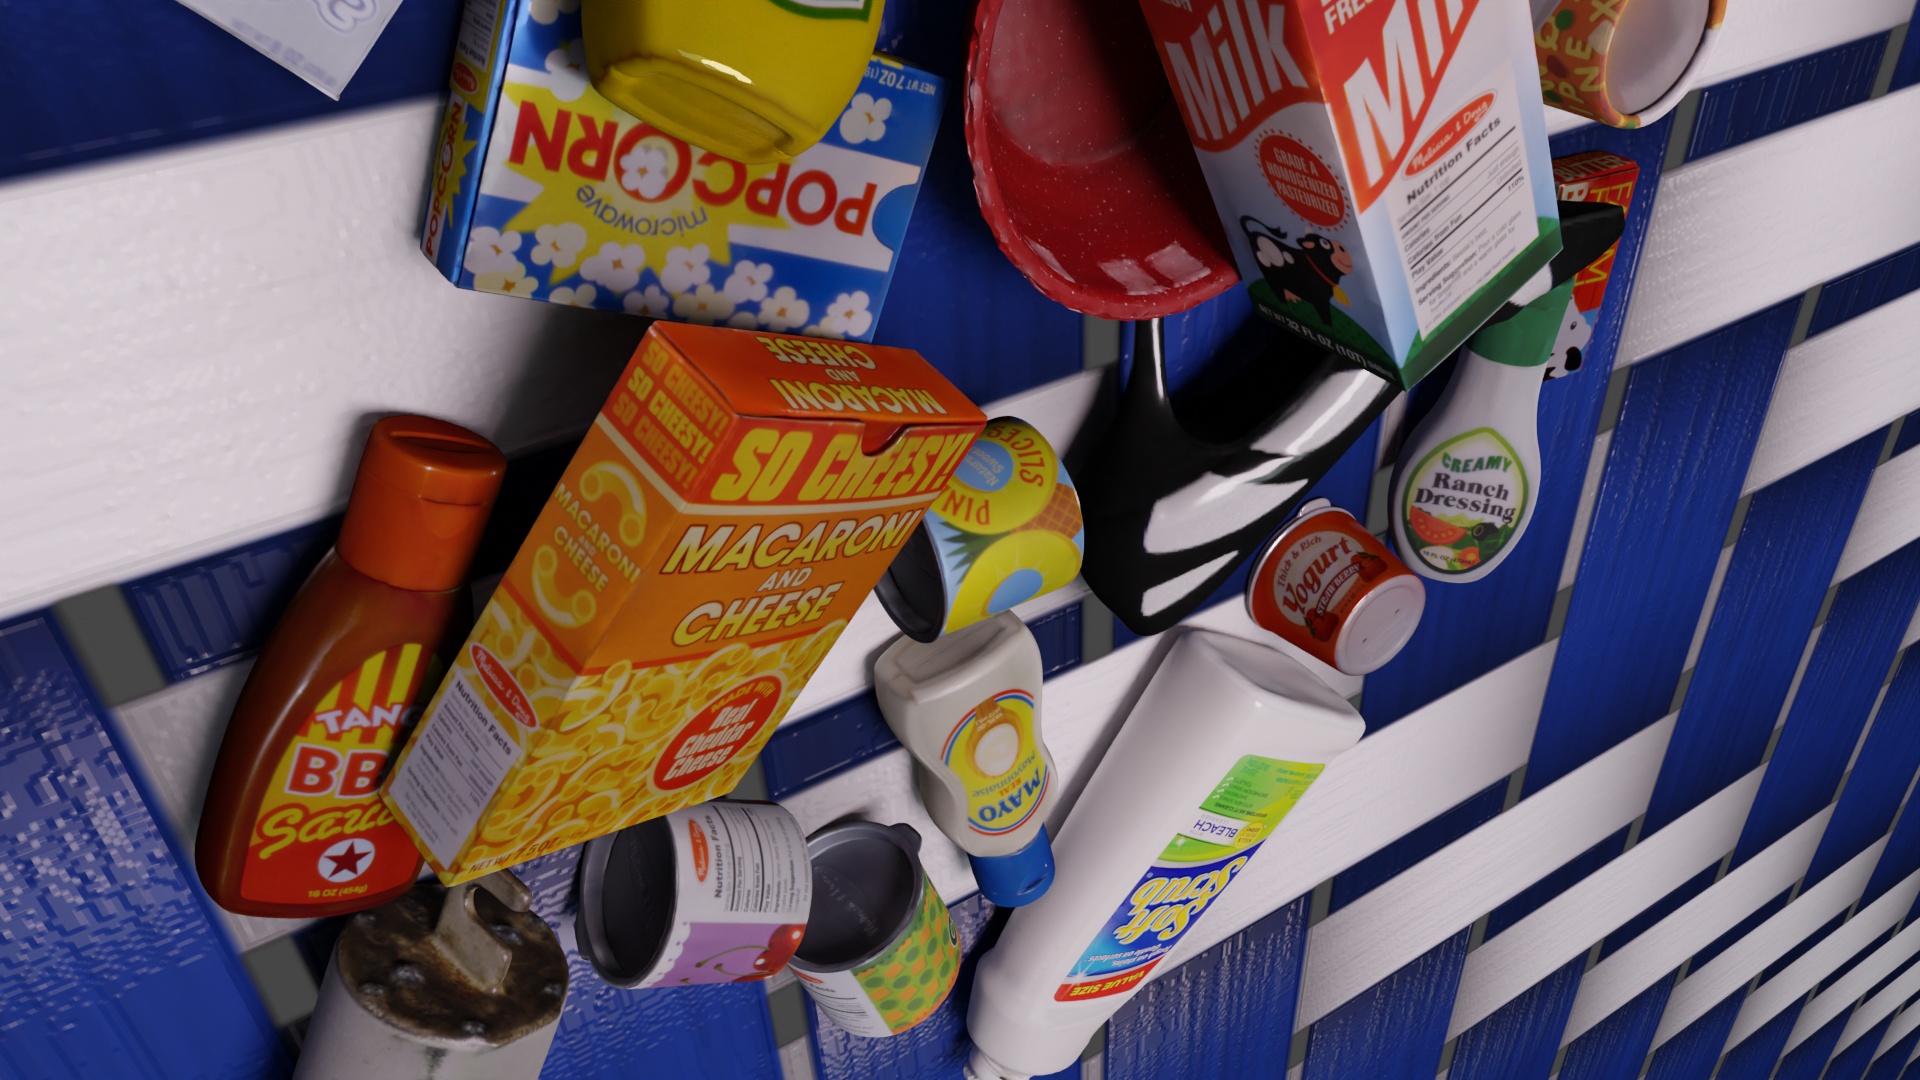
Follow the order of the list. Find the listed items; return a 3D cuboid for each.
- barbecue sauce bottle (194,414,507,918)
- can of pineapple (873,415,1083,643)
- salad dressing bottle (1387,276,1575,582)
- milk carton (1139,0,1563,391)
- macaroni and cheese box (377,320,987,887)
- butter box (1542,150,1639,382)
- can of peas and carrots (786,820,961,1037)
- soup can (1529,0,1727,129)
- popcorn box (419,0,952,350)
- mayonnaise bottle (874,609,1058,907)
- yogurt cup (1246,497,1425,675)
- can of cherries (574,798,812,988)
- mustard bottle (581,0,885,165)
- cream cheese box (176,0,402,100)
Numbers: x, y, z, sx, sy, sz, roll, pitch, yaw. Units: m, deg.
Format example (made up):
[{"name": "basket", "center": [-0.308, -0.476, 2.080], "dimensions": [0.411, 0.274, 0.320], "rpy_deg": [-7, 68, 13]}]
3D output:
[{"name": "barbecue sauce bottle", "center": [-0.171, 0.037, 0.401], "dimensions": [0.065, 0.044, 0.148], "rpy_deg": [7, 114, -45]}, {"name": "can of pineapple", "center": [0.002, -0.006, 0.481], "dimensions": [0.058, 0.071, 0.070], "rpy_deg": [-21, 129, -25]}, {"name": "salad dressing bottle", "center": [0.235, -0.053, 0.624], "dimensions": [0.044, 0.064, 0.146], "rpy_deg": [-61, 160, -56]}, {"name": "milk carton", "center": [0.106, -0.139, 0.388], "dimensions": [0.073, 0.072, 0.190], "rpy_deg": [-41, 136, -7]}, {"name": "macaroni and cheese box", "center": [-0.076, 0.018, 0.408], "dimensions": [0.166, 0.040, 0.124], "rpy_deg": [-54, 159, 21]}, {"name": "butter box", "center": [0.269, -0.121, 0.630], "dimensions": [0.053, 0.024, 0.103], "rpy_deg": [-16, 127, -26]}, {"name": "can of peas and carrots", "center": [-0.037, 0.155, 0.561], "dimensions": [0.071, 0.071, 0.058], "rpy_deg": [-34, 134, -13]}, {"name": "soup can", "center": [0.219, -0.194, 0.504], "dimensions": [0.071, 0.084, 0.071], "rpy_deg": [-18, 127, -25]}, {"name": "popcorn box", "center": [-0.074, -0.105, 0.382], "dimensions": [0.127, 0.038, 0.085], "rpy_deg": [3, 115, -37]}, {"name": "mayonnaise bottle", "center": [0.010, 0.093, 0.571], "dimensions": [0.065, 0.041, 0.147], "rpy_deg": [-31, 131, -18]}, {"name": "yogurt cup", "center": [0.174, 0.026, 0.637], "dimensions": [0.072, 0.054, 0.072], "rpy_deg": [-19, 129, -25]}, {"name": "can of cherries", "center": [-0.097, 0.126, 0.500], "dimensions": [0.058, 0.072, 0.071], "rpy_deg": [13, 110, -41]}, {"name": "mustard bottle", "center": [-0.043, -0.173, 0.328], "dimensions": [0.065, 0.049, 0.160], "rpy_deg": [17, 81, -38]}, {"name": "cream cheese box", "center": [-0.168, -0.146, 0.296], "dimensions": [0.103, 0.024, 0.053], "rpy_deg": [28, 99, -44]}]
